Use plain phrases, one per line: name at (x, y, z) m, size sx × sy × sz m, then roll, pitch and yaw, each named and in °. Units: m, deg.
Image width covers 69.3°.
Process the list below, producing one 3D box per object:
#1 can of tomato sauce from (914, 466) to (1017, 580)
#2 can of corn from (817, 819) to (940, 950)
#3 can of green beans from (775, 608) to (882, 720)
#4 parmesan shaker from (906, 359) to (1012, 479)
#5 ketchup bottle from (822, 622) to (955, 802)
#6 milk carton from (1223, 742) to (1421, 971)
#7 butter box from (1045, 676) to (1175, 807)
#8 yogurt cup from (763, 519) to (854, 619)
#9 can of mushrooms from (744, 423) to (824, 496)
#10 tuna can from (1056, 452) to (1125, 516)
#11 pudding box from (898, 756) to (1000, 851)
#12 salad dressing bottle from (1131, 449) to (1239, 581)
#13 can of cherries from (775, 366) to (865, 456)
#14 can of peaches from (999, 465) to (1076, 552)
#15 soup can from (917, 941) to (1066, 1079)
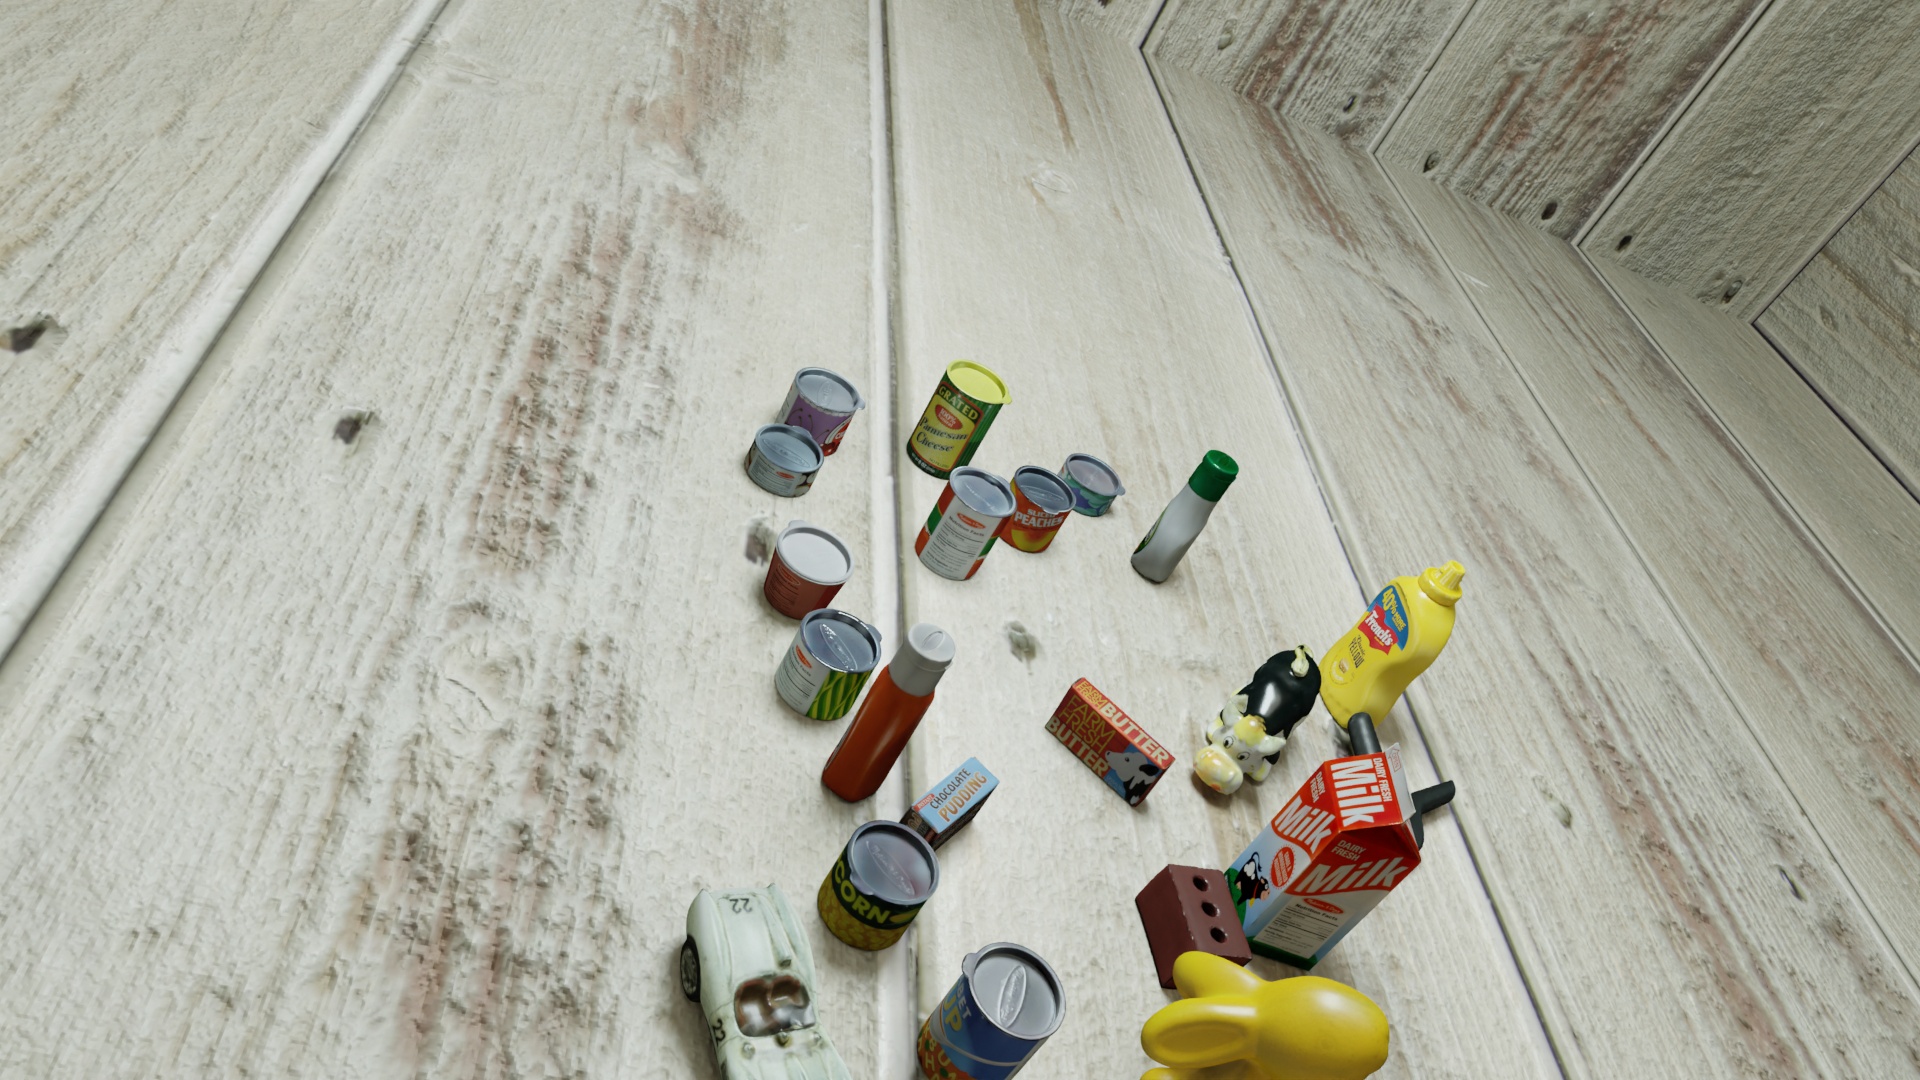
can of tomato sauce at (0.005, -0.016, 1.263) m, size 0.071 × 0.082 × 0.071 m, roll 20°, pitch 36°, yaw -15°
can of corn at (-0.057, 0.232, 0.929) m, size 0.071 × 0.058 × 0.071 m, roll 20°, pitch 36°, yaw -15°
can of green beans at (-0.102, 0.096, 1.068) m, size 0.071 × 0.057 × 0.071 m, roll 20°, pitch 36°, yaw -15°
parmesan shaker at (-0.002, -0.116, 1.367) m, size 0.071 × 0.102 × 0.072 m, roll 20°, pitch 36°, yaw -15°
ketchup bottle at (-0.049, 0.122, 0.995) m, size 0.043 × 0.148 × 0.065 m, roll 36°, pitch 35°, yaw 8°
milk carton at (0.281, 0.237, 1.054) m, size 0.073 × 0.189 × 0.073 m, roll 22°, pitch 35°, yaw -12°
butter box at (0.122, 0.166, 1.147) m, size 0.103 × 0.052 × 0.024 m, roll 42°, pitch 36°, yaw 16°
yogurt cup at (-0.127, 0.028, 1.138) m, size 0.072 × 0.053 × 0.073 m, roll 20°, pitch 36°, yaw -15°
can of mushrooms at (-0.159, -0.074, 1.260) m, size 0.071 × 0.033 × 0.071 m, roll 20°, pitch 36°, yaw -15°
tuna can at (0.135, -0.057, 1.453) m, size 0.071 × 0.032 × 0.071 m, roll 20°, pitch 36°, yaw -15°
pudding box at (-0.012, 0.198, 1.013) m, size 0.030 × 0.049 × 0.084 m, roll 41°, pitch 36°, yaw 15°
salad dressing bottle at (0.223, -0.025, 1.377) m, size 0.044 × 0.147 × 0.064 m, roll 37°, pitch 35°, yaw 9°
can of cherries at (-0.133, -0.120, 1.315) m, size 0.071 × 0.058 × 0.072 m, roll 20°, pitch 36°, yaw -15°
can of peaches at (0.070, -0.029, 1.349) m, size 0.071 × 0.057 × 0.071 m, roll 20°, pitch 36°, yaw -15°
soup can at (0.016, 0.302, 0.873) m, size 0.071 × 0.083 × 0.072 m, roll 20°, pitch 36°, yaw -15°
